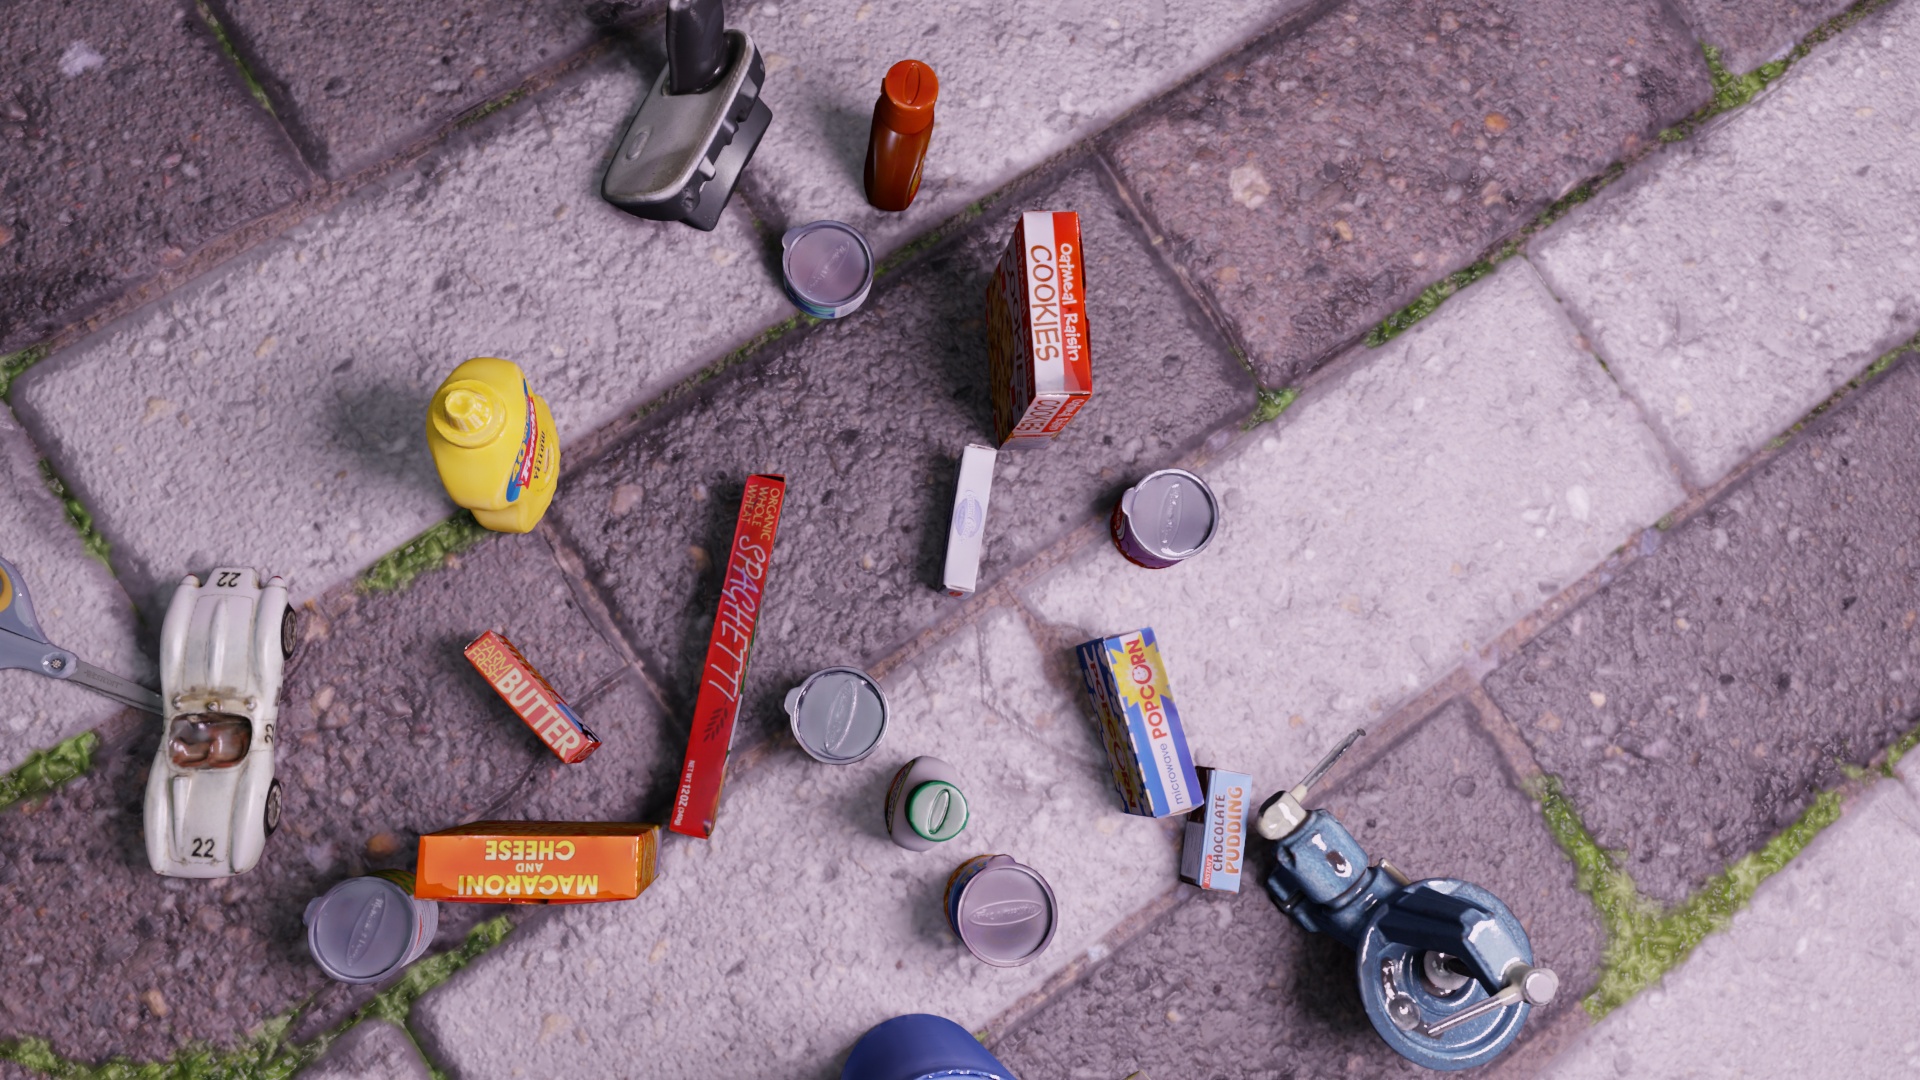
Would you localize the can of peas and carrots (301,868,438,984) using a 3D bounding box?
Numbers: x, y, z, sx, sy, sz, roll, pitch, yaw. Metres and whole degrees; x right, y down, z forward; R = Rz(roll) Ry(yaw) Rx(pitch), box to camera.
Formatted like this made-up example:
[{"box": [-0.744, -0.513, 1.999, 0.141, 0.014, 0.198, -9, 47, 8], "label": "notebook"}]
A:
[{"box": [-0.378, 0.246, 0.892, 0.071, 0.058, 0.071, 1, 81, -7], "label": "can of peas and carrots"}]

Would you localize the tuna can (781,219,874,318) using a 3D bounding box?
[{"box": [-0.099, -0.199, 1.014, 0.071, 0.032, 0.071, 1, 81, -7], "label": "tuna can"}]

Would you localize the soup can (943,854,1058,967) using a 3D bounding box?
[{"box": [0.025, 0.244, 0.934, 0.071, 0.083, 0.071, 1, 81, -7], "label": "soup can"}]

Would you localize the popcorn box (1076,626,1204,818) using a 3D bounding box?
[{"box": [0.123, 0.127, 0.965, 0.038, 0.085, 0.127, -15, 83, -9], "label": "popcorn box"}]

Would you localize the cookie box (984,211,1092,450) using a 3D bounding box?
[{"box": [0.052, -0.139, 0.956, 0.040, 0.167, 0.123, -3, 82, -8], "label": "cookie box"}]

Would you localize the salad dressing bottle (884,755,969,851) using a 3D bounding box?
[{"box": [-0.022, 0.173, 0.907, 0.044, 0.147, 0.064, 21, 79, -4], "label": "salad dressing bottle"}]

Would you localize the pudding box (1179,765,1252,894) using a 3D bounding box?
[{"box": [0.180, 0.203, 0.979, 0.030, 0.049, 0.084, 10, 80, -6], "label": "pudding box"}]

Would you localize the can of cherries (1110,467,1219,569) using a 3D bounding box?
[{"box": [0.144, -0.016, 1.005, 0.071, 0.058, 0.071, 1, 81, -7], "label": "can of cherries"}]

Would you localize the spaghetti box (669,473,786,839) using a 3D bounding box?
[{"box": [-0.158, 0.076, 0.953, 0.029, 0.050, 0.250, 12, 80, -6], "label": "spaghetti box"}]

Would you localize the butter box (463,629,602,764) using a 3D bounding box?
[{"box": [-0.286, 0.106, 0.930, 0.024, 0.053, 0.103, -43, 89, -11], "label": "butter box"}]

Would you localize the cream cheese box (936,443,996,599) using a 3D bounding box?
[{"box": [0.004, -0.012, 0.988, 0.024, 0.053, 0.104, 10, 80, -6], "label": "cream cheese box"}]

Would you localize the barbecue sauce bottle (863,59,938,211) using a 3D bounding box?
[{"box": [-0.042, -0.287, 0.977, 0.044, 0.148, 0.065, 9, 80, -6], "label": "barbecue sauce bottle"}]

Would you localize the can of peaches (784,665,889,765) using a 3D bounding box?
[{"box": [-0.086, 0.119, 0.952, 0.071, 0.058, 0.071, 1, 81, -7], "label": "can of peaches"}]

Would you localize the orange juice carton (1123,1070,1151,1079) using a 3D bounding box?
[{"box": [0.122, 0.401, 0.867, 0.073, 0.192, 0.072, -26, 86, -10], "label": "orange juice carton"}]

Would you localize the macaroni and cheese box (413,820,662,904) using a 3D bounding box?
[{"box": [-0.254, 0.198, 0.862, 0.124, 0.166, 0.040, 2, 81, -7], "label": "macaroni and cheese box"}]
